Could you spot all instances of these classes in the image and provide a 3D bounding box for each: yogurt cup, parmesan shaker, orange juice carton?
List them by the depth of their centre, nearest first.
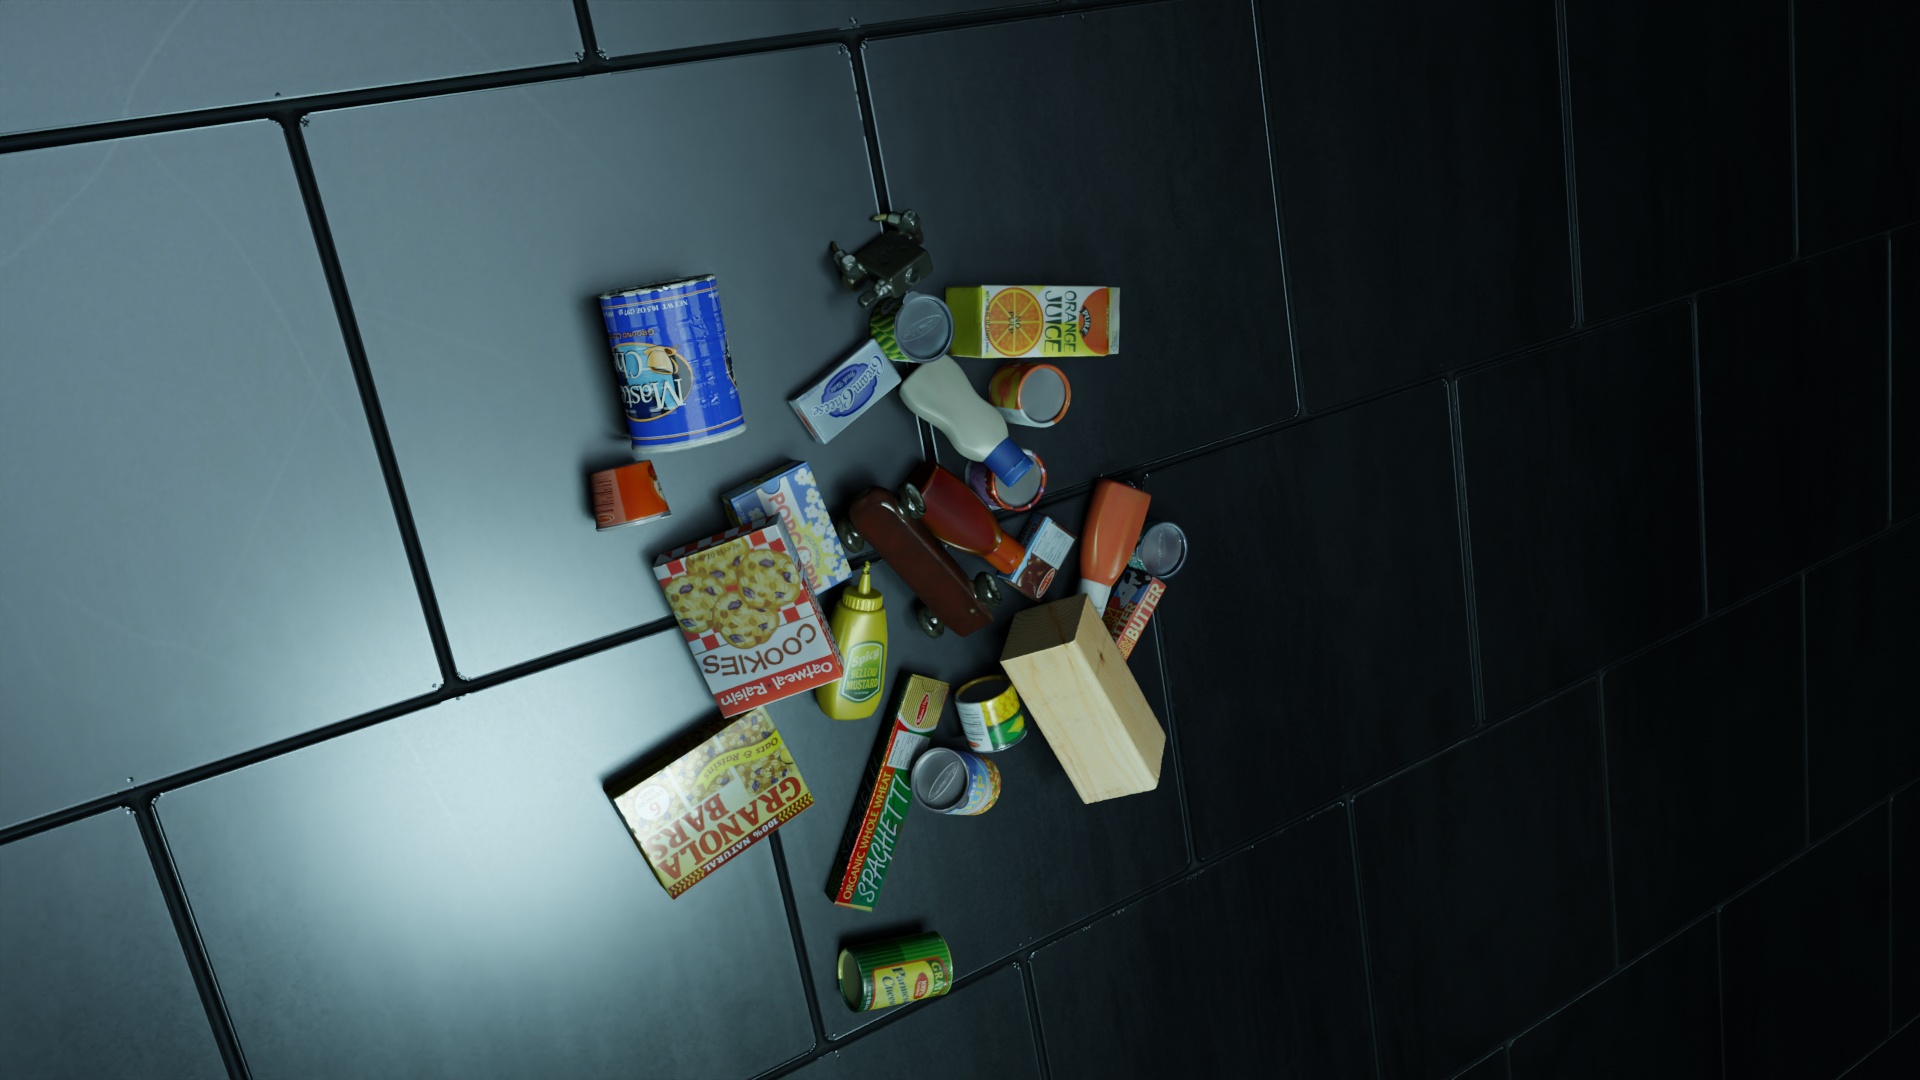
[{"bbox_3d":[-0.298,-0.041,1.241,0.072,0.072,0.054,-16,98,-27],"label":"yogurt cup"},{"bbox_3d":[0.085,-0.225,1.423,0.193,0.073,0.071,-5,101,-29],"label":"orange juice carton"},{"bbox_3d":[-0.069,0.453,1.452,0.103,0.071,0.071,-3,100,-29],"label":"parmesan shaker"}]

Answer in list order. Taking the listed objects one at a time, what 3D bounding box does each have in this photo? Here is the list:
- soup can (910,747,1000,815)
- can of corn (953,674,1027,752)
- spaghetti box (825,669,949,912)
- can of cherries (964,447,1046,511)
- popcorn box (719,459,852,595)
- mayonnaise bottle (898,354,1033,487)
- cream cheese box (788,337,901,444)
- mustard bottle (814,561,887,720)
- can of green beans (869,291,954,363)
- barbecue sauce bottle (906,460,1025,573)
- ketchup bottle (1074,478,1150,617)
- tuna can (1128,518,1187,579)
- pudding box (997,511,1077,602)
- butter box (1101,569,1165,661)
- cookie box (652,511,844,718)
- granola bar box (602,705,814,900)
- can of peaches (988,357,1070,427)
[{"bbox_3d":[-0.002,0.252,1.435,0.083,0.071,0.071,26,85,-62],"label":"soup can"},{"bbox_3d":[0.033,0.181,1.465,0.071,0.071,0.058,-24,109,-24],"label":"can of corn"},{"bbox_3d":[-0.076,0.258,1.436,0.050,0.029,0.250,20,88,-31],"label":"spaghetti box"},{"bbox_3d":[0.048,-0.063,1.437,0.072,0.058,0.071,-5,100,-29],"label":"can of cherries"},{"bbox_3d":[-0.167,-0.004,1.336,0.085,0.038,0.126,-28,111,-22],"label":"popcorn box"},{"bbox_3d":[0.009,-0.116,1.379,0.065,0.041,0.148,-43,87,-16],"label":"mayonnaise bottle"},{"bbox_3d":[-0.112,-0.147,1.351,0.104,0.024,0.053,-42,116,-17],"label":"cream cheese box"},{"bbox_3d":[-0.103,0.097,1.371,0.065,0.049,0.159,-3,110,-36],"label":"mustard bottle"},{"bbox_3d":[-0.048,-0.208,1.358,0.071,0.058,0.071,-6,101,-29],"label":"can of green beans"},{"bbox_3d":[0.005,-0.018,1.428,0.148,0.044,0.065,37,92,-30],"label":"barbecue sauce bottle"},{"bbox_3d":[0.159,0.010,1.521,0.065,0.043,0.148,17,90,-30],"label":"ketchup bottle"},{"bbox_3d":[0.217,0.009,1.560,0.071,0.033,0.071,-5,101,-29],"label":"tuna can"},{"bbox_3d":[0.082,0.017,1.486,0.049,0.030,0.084,34,81,-31],"label":"pudding box"},{"bbox_3d":[0.183,0.085,1.541,0.024,0.053,0.103,34,81,-28],"label":"butter box"},{"bbox_3d":[-0.195,0.071,1.302,0.123,0.040,0.167,-19,110,5],"label":"cookie box"},{"bbox_3d":[-0.238,0.246,1.336,0.166,0.039,0.123,-32,113,-21],"label":"granola bar box"},{"bbox_3d":[0.072,-0.154,1.436,0.071,0.058,0.071,-6,102,-28],"label":"can of peaches"}]
